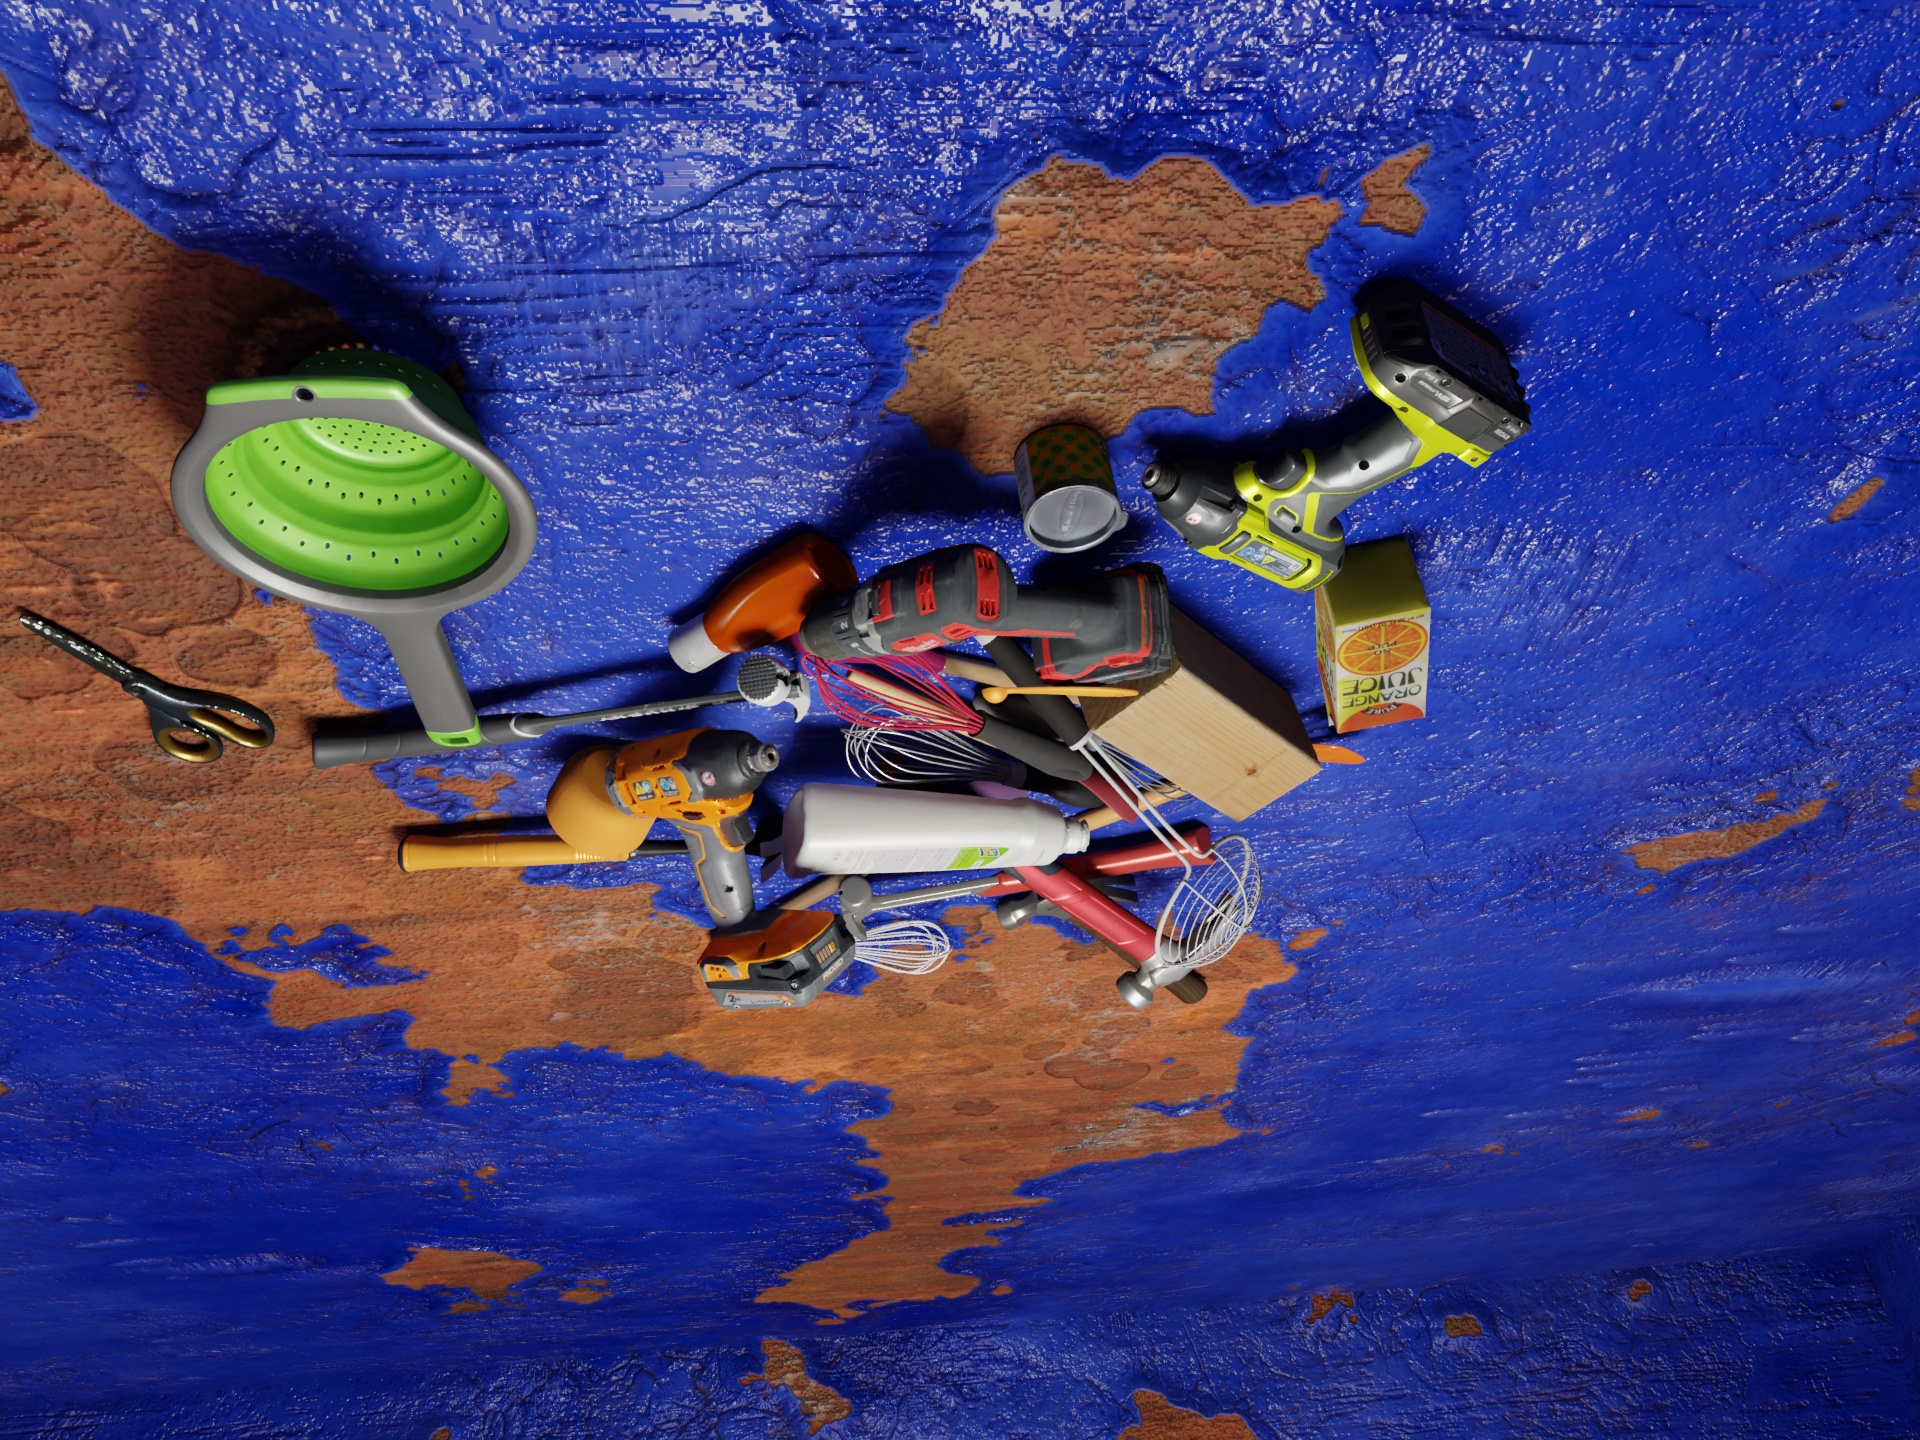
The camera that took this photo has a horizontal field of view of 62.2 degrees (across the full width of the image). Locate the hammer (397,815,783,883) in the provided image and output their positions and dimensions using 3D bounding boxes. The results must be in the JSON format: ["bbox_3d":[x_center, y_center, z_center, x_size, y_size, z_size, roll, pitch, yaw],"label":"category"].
[{"bbox_3d":[-0.318,0.113,1.375,0.337,0.034,0.127,-1,-172,0],"label":"hammer"}]

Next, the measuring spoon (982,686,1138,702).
[{"bbox_3d":[0.074,-0.018,1.168,0.117,0.011,0.021,0,171,-7],"label":"measuring spoon"}]

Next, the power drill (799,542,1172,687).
[{"bbox_3d":[0.017,-0.069,1.114,0.226,0.080,0.188,4,170,-41],"label":"power drill"}]

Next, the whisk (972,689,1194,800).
[{"bbox_3d":[0.113,0.018,1.343,0.238,0.055,0.055,19,138,-25],"label":"whisk"}]

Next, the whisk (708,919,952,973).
[{"bbox_3d":[-0.131,0.227,1.608,0.246,0.059,0.057,2,108,-7],"label":"whisk"}]

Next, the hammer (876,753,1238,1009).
[{"bbox_3d":[0.084,0.128,1.441,0.386,0.038,0.143,36,107,-28],"label":"hammer"}]

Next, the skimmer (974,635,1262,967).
[{"bbox_3d":[0.122,0.059,1.296,0.363,0.127,0.090,48,162,-16],"label":"skimmer"}]

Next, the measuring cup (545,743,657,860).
[{"bbox_3d":[-0.255,0.059,1.325,0.173,0.095,0.052,-5,145,-37],"label":"measuring cup"}]

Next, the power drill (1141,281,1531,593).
[{"bbox_3d":[0.244,-0.179,1.058,0.171,0.080,0.223,19,141,-33],"label":"power drill"}]

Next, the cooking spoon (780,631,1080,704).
[{"bbox_3d":[0.008,-0.041,1.265,0.318,0.017,0.068,12,142,-24],"label":"cooking spoon"}]

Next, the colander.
[{"bbox_3d":[-0.364,-0.114,1.033,0.204,0.095,0.396,-2,149,-5],"label":"colander"}]

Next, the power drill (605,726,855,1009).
[{"bbox_3d":[-0.170,0.110,1.240,0.164,0.084,0.226,-11,108,39],"label":"power drill"}]

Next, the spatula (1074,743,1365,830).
[{"bbox_3d":[0.201,0.068,1.435,0.322,0.041,0.081,-23,159,24],"label":"spatula"}]

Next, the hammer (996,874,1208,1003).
[{"bbox_3d":[0.178,0.237,1.683,0.130,0.031,0.331,-24,142,24],"label":"hammer"}]

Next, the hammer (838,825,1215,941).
[{"bbox_3d":[0.064,0.153,1.526,0.359,0.037,0.149,-10,160,-1],"label":"hammer"}]

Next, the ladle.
[{"bbox_3d":[0.036,0.017,1.327,0.315,0.069,0.031,24,115,-31],"label":"ladle"}]

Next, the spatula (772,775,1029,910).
[{"bbox_3d":[-0.070,0.123,1.488,0.316,0.018,0.059,-31,138,29],"label":"spatula"}]

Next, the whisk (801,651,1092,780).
[{"bbox_3d":[-0.002,-0.004,1.243,0.295,0.073,0.073,23,135,-37],"label":"whisk"}]

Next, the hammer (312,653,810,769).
[{"bbox_3d":[-0.312,0.000,1.227,0.409,0.036,0.149,-7,173,10],"label":"hammer"}]

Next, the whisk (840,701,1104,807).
[{"bbox_3d":[0.019,0.039,1.356,0.284,0.070,0.070,15,140,-36],"label":"whisk"}]
